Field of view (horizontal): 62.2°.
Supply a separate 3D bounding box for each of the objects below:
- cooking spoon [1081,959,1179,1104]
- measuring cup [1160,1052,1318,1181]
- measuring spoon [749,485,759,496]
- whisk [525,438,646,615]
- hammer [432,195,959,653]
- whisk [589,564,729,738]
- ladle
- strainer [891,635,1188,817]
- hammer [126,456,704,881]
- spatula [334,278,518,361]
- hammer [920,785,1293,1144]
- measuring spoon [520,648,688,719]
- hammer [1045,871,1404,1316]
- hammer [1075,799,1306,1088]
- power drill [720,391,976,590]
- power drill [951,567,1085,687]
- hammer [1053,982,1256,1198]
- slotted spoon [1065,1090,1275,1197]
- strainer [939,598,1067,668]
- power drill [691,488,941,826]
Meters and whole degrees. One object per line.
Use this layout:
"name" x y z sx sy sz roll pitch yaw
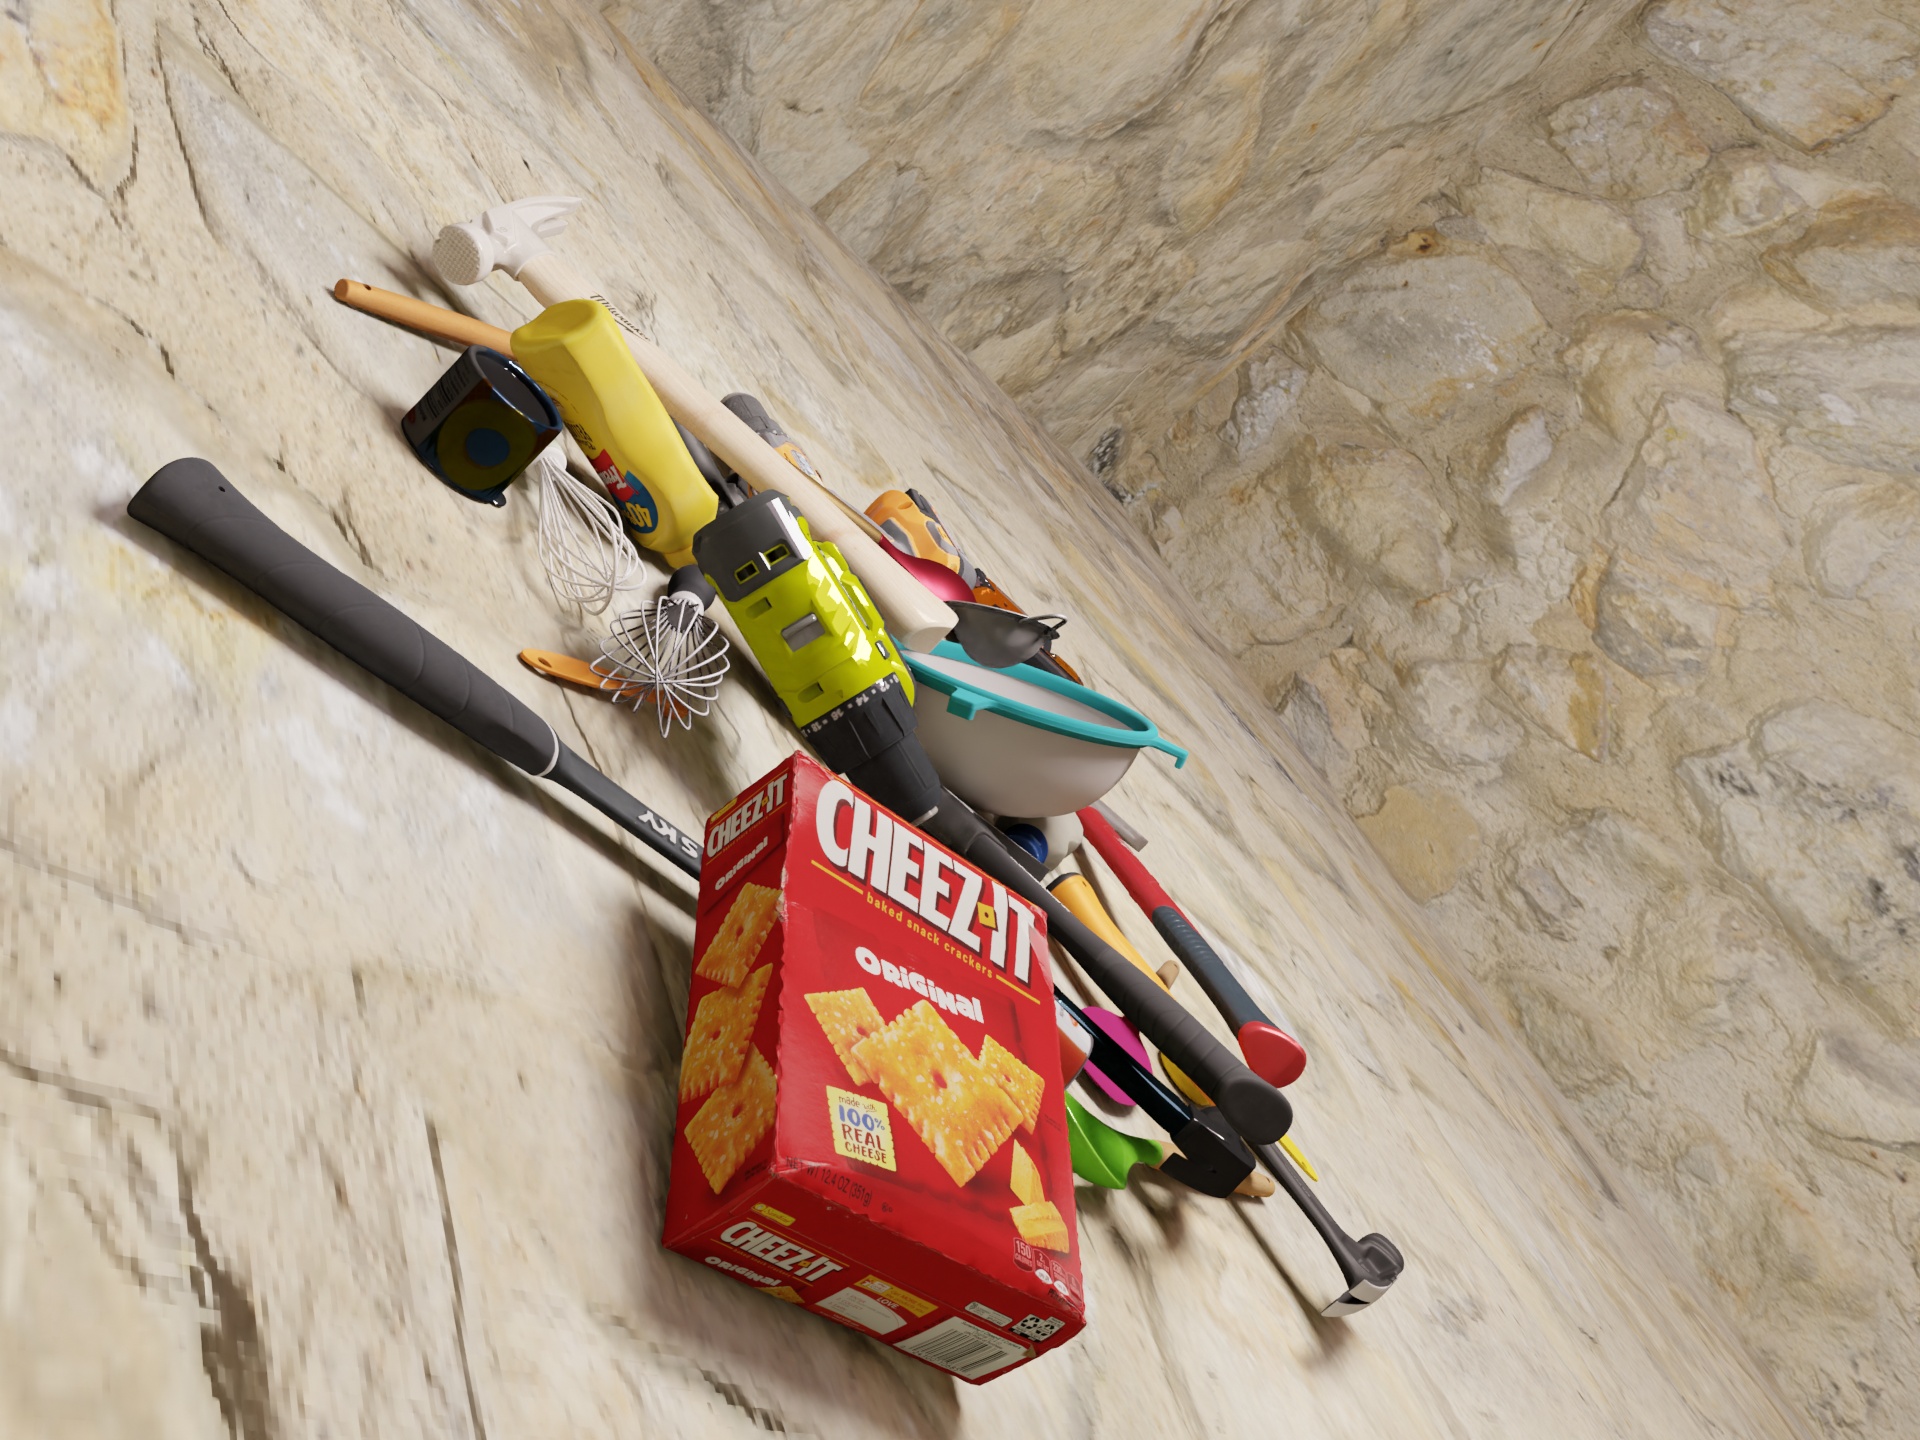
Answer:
"cooking spoon" 0.124 0.208 1.118 0.069 0.017 0.319 48 15 8
"measuring cup" 0.198 0.281 1.133 0.156 0.029 0.062 48 14 -11
"measuring spoon" -0.128 -0.118 1.184 0.124 0.018 0.034 59 5 -10
"whisk" -0.239 -0.145 0.926 0.057 0.059 0.247 -1 40 -35
"hammer" -0.159 -0.200 1.079 0.410 0.038 0.146 42 32 -4
"whisk" -0.157 -0.055 0.886 0.070 0.070 0.285 45 7 -15
"ladle" -0.084 -0.151 1.213 0.315 0.031 0.069 34 28 -38
"strainer" -0.002 -0.004 1.182 0.210 0.095 0.341 13 10 -30
"hammer" -0.172 0.026 0.699 0.408 0.036 0.149 40 18 -28
"spatula" -0.292 -0.238 1.059 0.081 0.041 0.322 55 20 17
"hammer" 0.080 0.140 0.958 0.146 0.035 0.335 41 -1 -42
"measuring spoon" -0.185 -0.017 0.826 0.021 0.011 0.116 48 15 33
"hammer" 0.160 0.234 1.043 0.337 0.034 0.127 52 14 23
"hammer" 0.165 0.156 1.221 0.143 0.038 0.387 41 7 -32
"power drill" -0.105 -0.180 1.342 0.226 0.084 0.186 22 29 -50
"power drill" 0.027 -0.071 1.442 0.164 0.084 0.227 41 12 -23
"hammer" 0.042 0.155 0.921 0.331 0.033 0.128 42 4 0
"slotted spoon" 0.128 0.267 0.962 0.313 0.031 0.070 33 19 -51
"strainer" -0.015 -0.077 1.166 0.086 0.050 0.259 21 0 -39
"power drill" -0.074 -0.032 0.921 0.190 0.080 0.228 59 -1 -4
